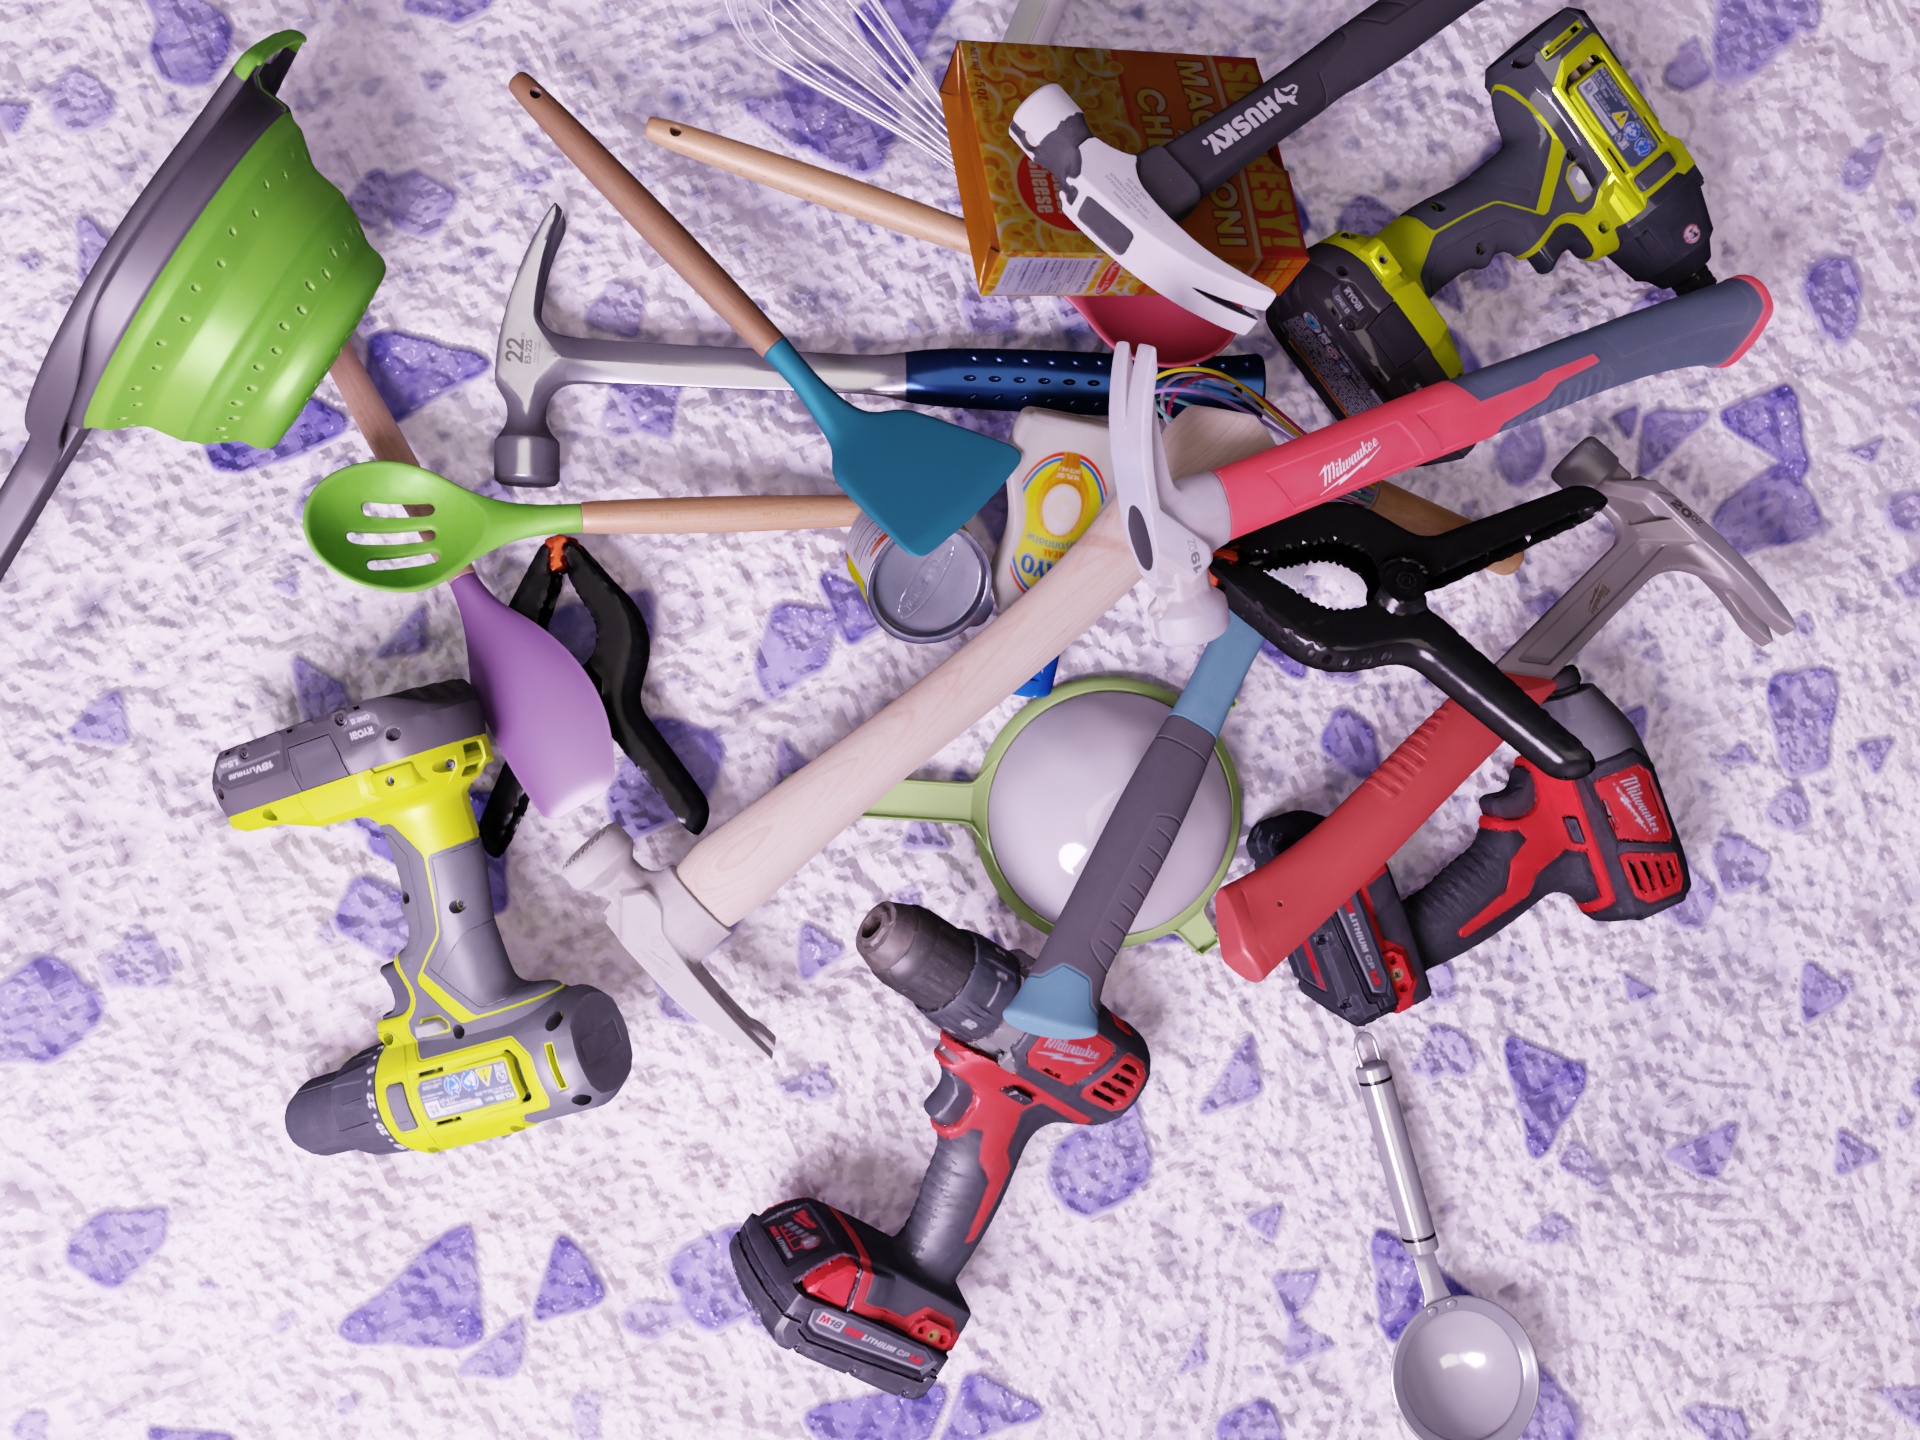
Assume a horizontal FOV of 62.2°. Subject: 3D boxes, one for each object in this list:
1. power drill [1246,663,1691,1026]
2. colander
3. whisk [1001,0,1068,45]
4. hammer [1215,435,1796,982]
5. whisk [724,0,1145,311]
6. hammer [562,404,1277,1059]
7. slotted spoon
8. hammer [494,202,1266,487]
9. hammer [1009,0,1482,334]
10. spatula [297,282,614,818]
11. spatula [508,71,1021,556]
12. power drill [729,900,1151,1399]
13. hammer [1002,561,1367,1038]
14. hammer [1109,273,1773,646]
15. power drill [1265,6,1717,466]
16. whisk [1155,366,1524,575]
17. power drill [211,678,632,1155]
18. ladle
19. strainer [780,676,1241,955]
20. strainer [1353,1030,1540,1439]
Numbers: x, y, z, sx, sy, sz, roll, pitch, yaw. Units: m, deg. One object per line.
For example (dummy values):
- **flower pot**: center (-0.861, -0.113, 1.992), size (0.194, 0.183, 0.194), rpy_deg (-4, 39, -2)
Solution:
- **power drill**: center (0.278, 0.067, 0.867), size (0.219, 0.078, 0.143), rpy_deg (-21, 94, -7)
- **colander**: center (-0.389, -0.137, 0.773), size (0.094, 0.205, 0.397), rpy_deg (33, 108, -24)
- **whisk**: center (0.067, -0.431, 0.842), size (0.059, 0.057, 0.246), rpy_deg (26, 95, 29)
- **hammer**: center (0.270, 0.009, 0.820), size (0.359, 0.036, 0.149), rpy_deg (-42, 82, -16)
- **whisk**: center (-0.009, -0.307, 0.838), size (0.284, 0.070, 0.070), rpy_deg (40, 89, -10)
- **hammer**: center (-0.001, -0.003, 0.802), size (0.410, 0.038, 0.146), rpy_deg (-40, 100, 5)
- **slotted spoon**: center (-0.169, -0.103, 0.819), size (0.313, 0.031, 0.070), rpy_deg (-4, 75, -16)
- **hammer**: center (-0.040, -0.190, 0.846), size (0.405, 0.035, 0.144), rpy_deg (2, 93, -5)
- **hammer**: center (0.188, -0.322, 0.804), size (0.335, 0.035, 0.146), rpy_deg (-39, 85, -23)
- **spatula**: center (-0.267, -0.096, 0.819), size (0.060, 0.018, 0.316), rpy_deg (-31, 86, 6)
- **spatula**: center (-0.109, -0.212, 0.799), size (0.317, 0.044, 0.082), rpy_deg (45, 71, -4)
- **power drill**: center (-0.024, 0.213, 0.819), size (0.187, 0.080, 0.227), rpy_deg (37, 87, -30)
- **hammer**: center (0.113, 0.017, 0.810), size (0.128, 0.033, 0.331), rpy_deg (31, 66, -1)
- **hammer**: center (0.248, -0.168, 0.783), size (0.386, 0.038, 0.143), rpy_deg (-23, 116, -18)
- **power drill**: center (0.292, -0.245, 0.854), size (0.223, 0.080, 0.171), rpy_deg (-41, 100, -5)
- **whisk**: center (0.203, -0.129, 0.848), size (0.244, 0.051, 0.047), rpy_deg (20, 106, -18)
- **power drill**: center (-0.287, 0.109, 0.806), size (0.190, 0.080, 0.228), rpy_deg (-17, 94, 18)
- **ladle**: center (-0.007, -0.250, 0.813), size (0.315, 0.031, 0.069), rpy_deg (17, 80, -8)
- **strainer**: center (0.032, 0.048, 0.845), size (0.256, 0.069, 0.151), rpy_deg (4, 92, -7)
- **strainer**: center (0.261, 0.299, 0.892), size (0.087, 0.050, 0.258), rpy_deg (-15, 88, -10)
